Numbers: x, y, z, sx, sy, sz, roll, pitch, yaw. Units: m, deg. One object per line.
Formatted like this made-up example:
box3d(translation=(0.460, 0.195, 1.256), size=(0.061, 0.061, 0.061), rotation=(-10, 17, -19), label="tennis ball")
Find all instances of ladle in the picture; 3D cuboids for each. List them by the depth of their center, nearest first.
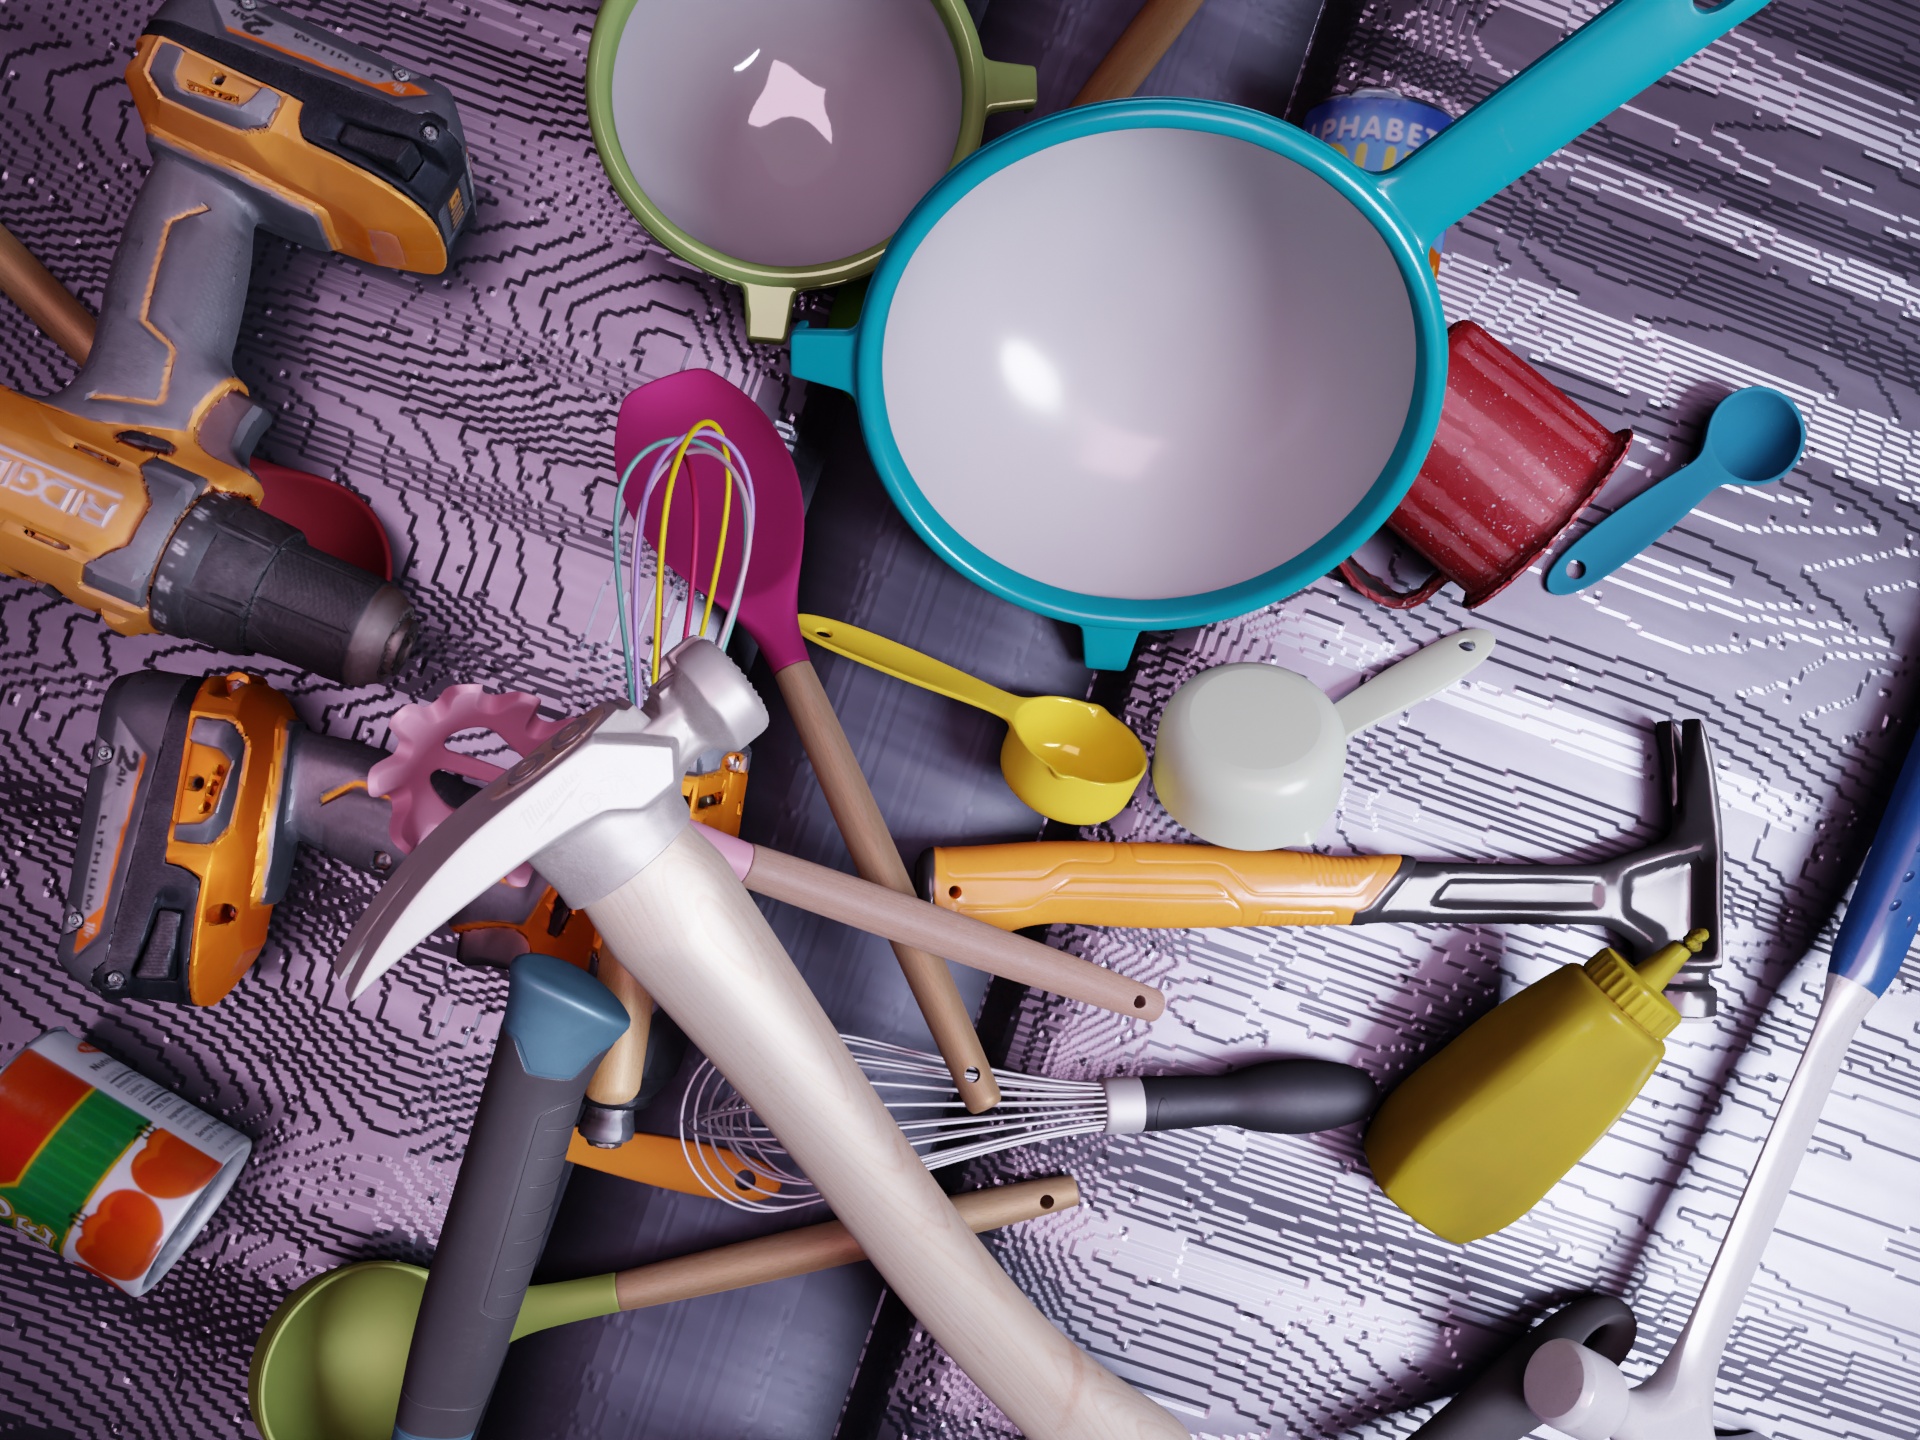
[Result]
box3d(translation=(-0.106, 0.221, 0.616), size=(0.320, 0.062, 0.078), rotation=(-10, 95, -8), label="ladle")
box3d(translation=(-0.341, -0.146, 0.620), size=(0.315, 0.031, 0.069), rotation=(46, 76, 0), label="ladle")

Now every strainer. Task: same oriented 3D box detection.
box3d(translation=(0.117, -0.174, 0.573), size=(0.340, 0.095, 0.210), rotation=(-33, 120, 28), label="strainer")
box3d(translation=(-0.104, -0.275, 0.625), size=(0.151, 0.069, 0.256), rotation=(-44, 92, -3), label="strainer")

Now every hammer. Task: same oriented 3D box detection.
box3d(translation=(-0.032, 0.173, 0.553), size=(0.146, 0.038, 0.410), rotation=(-40, 116, -16), label="hammer")
box3d(translation=(-0.180, 0.236, 0.561), size=(0.128, 0.033, 0.331), rotation=(14, 103, -24), label="hammer")
box3d(translation=(0.149, 0.061, 0.655), size=(0.337, 0.034, 0.127), rotation=(0, 89, -5), label="hammer")
box3d(translation=(0.370, 0.123, 0.663), size=(0.144, 0.035, 0.405), rotation=(30, 82, -21), label="hammer")

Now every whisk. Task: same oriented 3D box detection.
box3d(translation=(-0.110, 0.014, 0.564), size=(0.051, 0.047, 0.245), rotation=(9, 91, -15), label="whisk")
box3d(translation=(0.155, 0.309, 0.621), size=(0.296, 0.073, 0.073), rotation=(-26, 91, -19), label="whisk")
box3d(translation=(0.032, 0.156, 0.633), size=(0.284, 0.070, 0.070), rotation=(0, 88, -10), label="whisk")

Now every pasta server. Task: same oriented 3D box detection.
box3d(translation=(-0.049, 0.060, 0.557), size=(0.316, 0.040, 0.060), rotation=(23, 87, -26), label="pasta server")

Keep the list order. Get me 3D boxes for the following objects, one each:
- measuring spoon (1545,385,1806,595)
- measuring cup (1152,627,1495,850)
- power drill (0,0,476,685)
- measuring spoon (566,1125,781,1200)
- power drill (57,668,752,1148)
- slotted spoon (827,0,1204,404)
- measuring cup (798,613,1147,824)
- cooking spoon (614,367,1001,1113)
box3d(translation=(0.303, -0.095, 0.687), size=(0.128, 0.021, 0.042), rotation=(-37, 93, 4), label="measuring spoon")
box3d(translation=(0.154, -0.009, 0.644), size=(0.167, 0.038, 0.083), rotation=(-27, 54, -16), label="measuring cup")
box3d(translation=(-0.256, -0.134, 0.584), size=(0.185, 0.084, 0.226), rotation=(24, 76, -6), label="power drill")
box3d(translation=(-0.129, 0.176, 0.636), size=(0.117, 0.011, 0.021), rotation=(13, 87, -5), label="measuring spoon")
box3d(translation=(-0.203, 0.070, 0.601), size=(0.226, 0.084, 0.164), rotation=(9, 87, -9), label="power drill")
box3d(translation=(0.053, -0.255, 0.661), size=(0.070, 0.031, 0.314), rotation=(38, 84, -10), label="slotted spoon")
box3d(translation=(-0.001, -0.002, 0.644), size=(0.156, 0.062, 0.029), rotation=(24, 122, 9), label="measuring cup")
box3d(translation=(-0.056, 0.003, 0.622), size=(0.069, 0.017, 0.319), rotation=(-23, 79, -11), label="cooking spoon")
